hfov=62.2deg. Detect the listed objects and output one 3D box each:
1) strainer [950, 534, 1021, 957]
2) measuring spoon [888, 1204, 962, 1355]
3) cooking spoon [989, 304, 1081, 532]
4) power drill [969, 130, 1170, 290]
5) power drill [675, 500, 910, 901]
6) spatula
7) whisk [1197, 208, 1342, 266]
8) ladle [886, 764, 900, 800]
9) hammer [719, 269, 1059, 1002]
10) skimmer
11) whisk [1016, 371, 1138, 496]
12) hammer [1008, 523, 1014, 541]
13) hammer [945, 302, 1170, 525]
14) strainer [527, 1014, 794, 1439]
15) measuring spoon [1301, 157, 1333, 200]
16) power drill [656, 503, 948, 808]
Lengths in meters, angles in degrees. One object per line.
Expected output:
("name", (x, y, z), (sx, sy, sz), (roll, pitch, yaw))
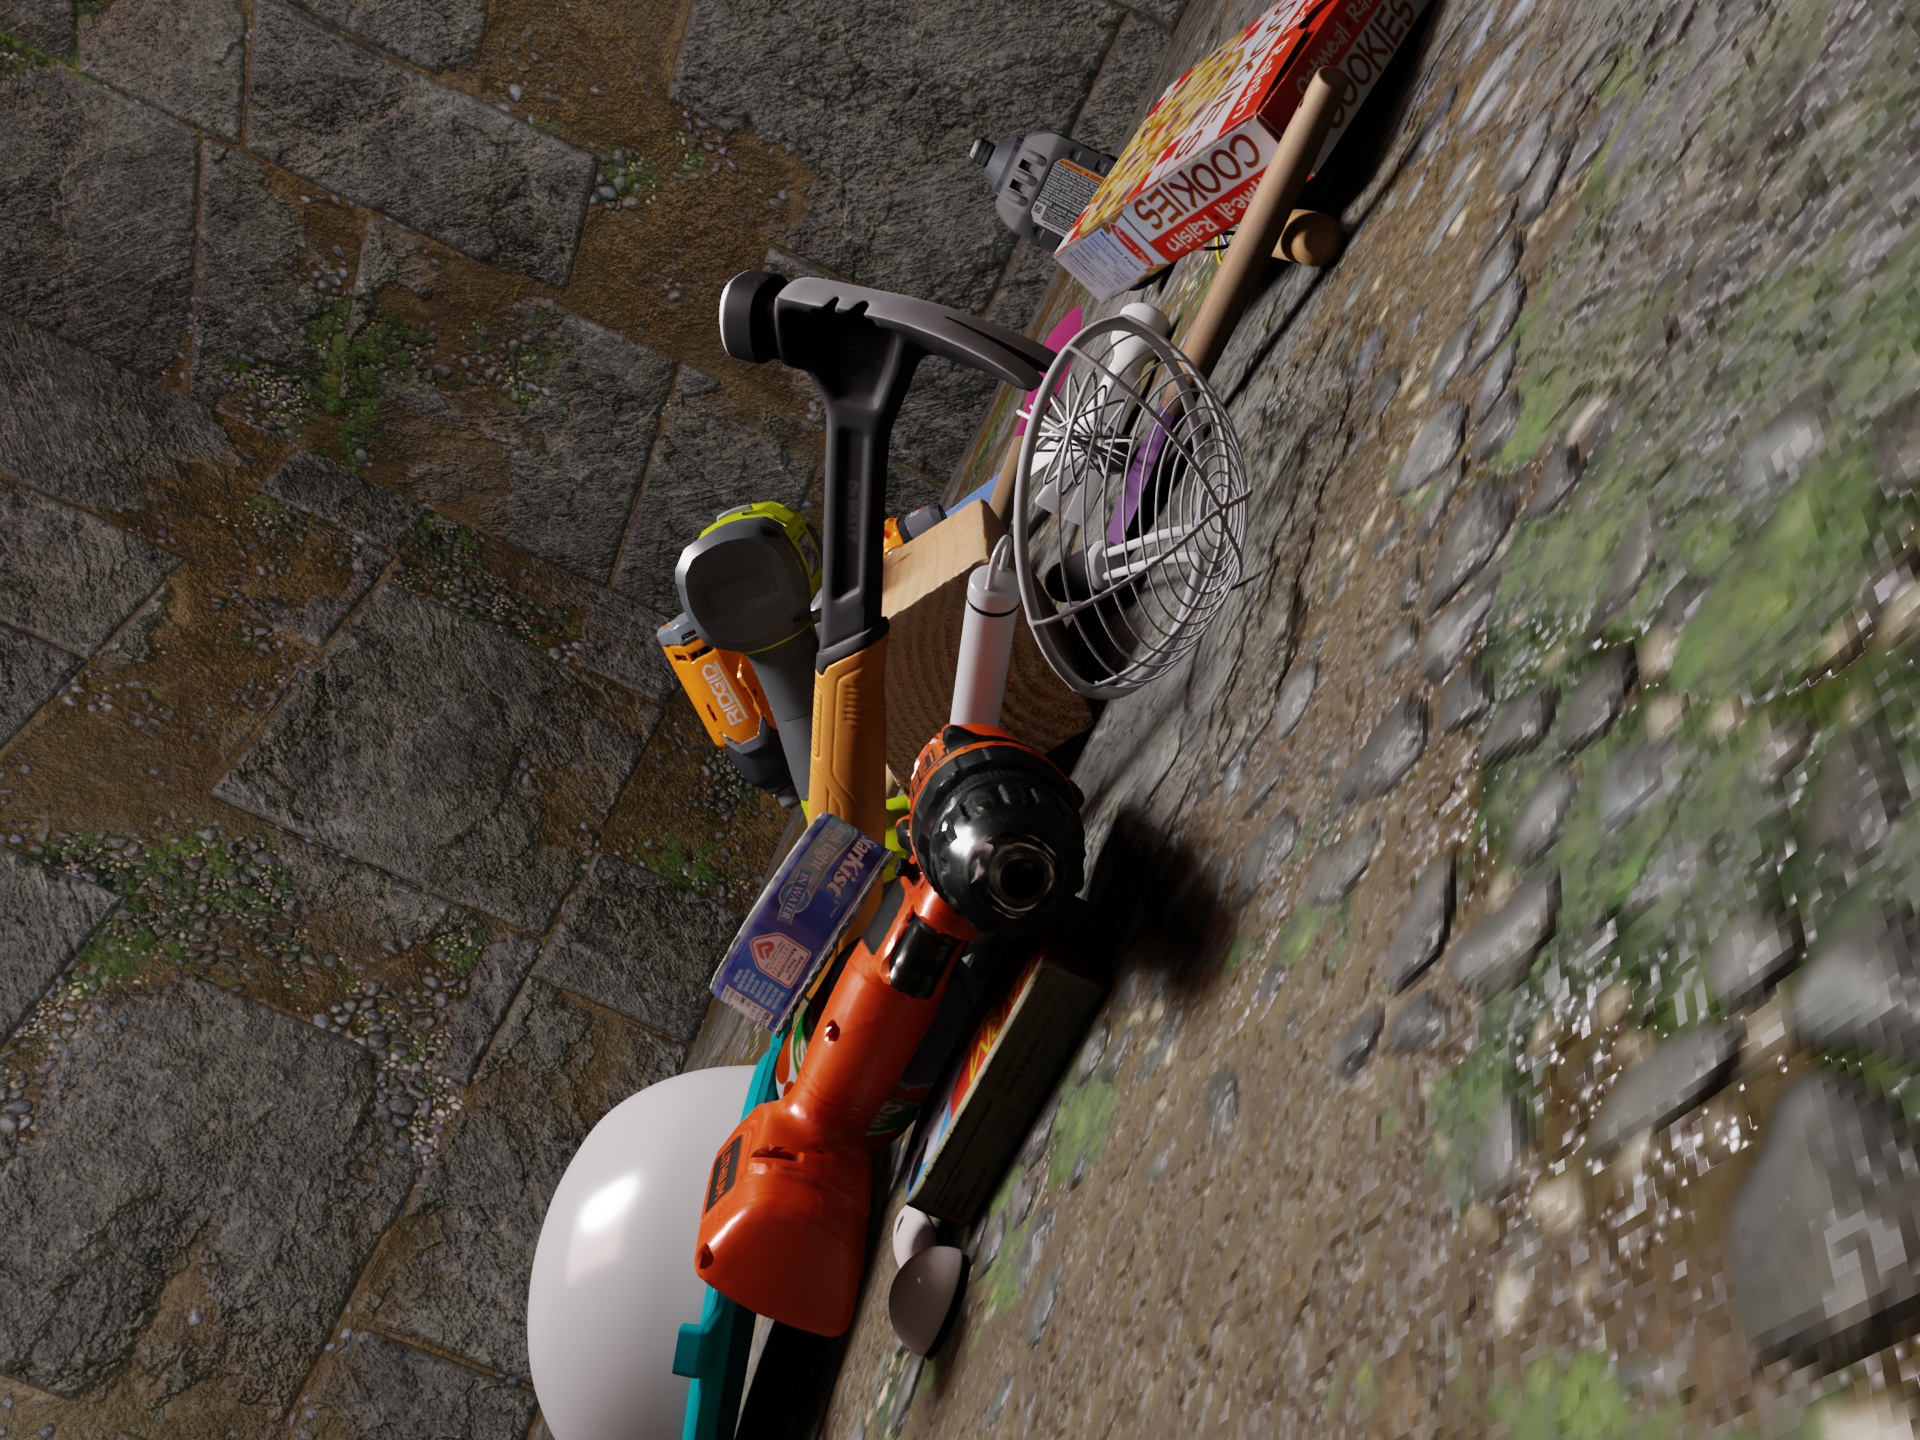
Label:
("strainer", (0.002, 0.030, 0.638), (0.087, 0.050, 0.258), (-47, -24, -40))
("measuring spoon", (-0.020, 0.185, 0.550), (0.124, 0.018, 0.034), (153, 141, -81))
("cooking spoon", (0.036, -0.165, 1.046), (0.068, 0.017, 0.319), (-46, 21, 51))
("power drill", (0.088, -0.403, 1.235), (0.223, 0.171, 0.080), (-92, 27, -69))
("power drill", (-0.077, -0.008, 0.855), (0.080, 0.228, 0.191), (-19, 11, 4))
("spatula", (0.106, -0.160, 0.714), (0.315, 0.018, 0.060), (112, 175, -59))
("whisk", (0.139, -0.235, 0.746), (0.047, 0.051, 0.245), (-57, 11, 16))
("ladle", (-0.064, 0.074, 1.184), (0.069, 0.031, 0.315), (-80, 12, -53))
("hammer", (-0.038, -0.009, 0.656), (0.034, 0.127, 0.336), (-49, -29, -52))
("skimmer", (0.044, -0.073, 0.664), (0.363, 0.090, 0.127), (-166, 82, -84))
("whisk", (0.068, -0.142, 0.821), (0.246, 0.058, 0.059), (-33, -42, -78))
("hammer", (-0.014, -0.068, 1.404), (0.331, 0.033, 0.128), (125, 167, -59))
("hammer", (0.038, -0.174, 1.177), (0.144, 0.035, 0.405), (-67, 13, -13))
("strainer", (-0.135, 0.208, 0.757), (0.341, 0.095, 0.210), (-86, 4, -54))
("measuring spoon", (0.169, -0.270, 0.769), (0.042, 0.021, 0.129), (-59, 18, 29))
("power drill", (-0.086, -0.044, 1.159), (0.226, 0.164, 0.084), (-25, 11, 6))
